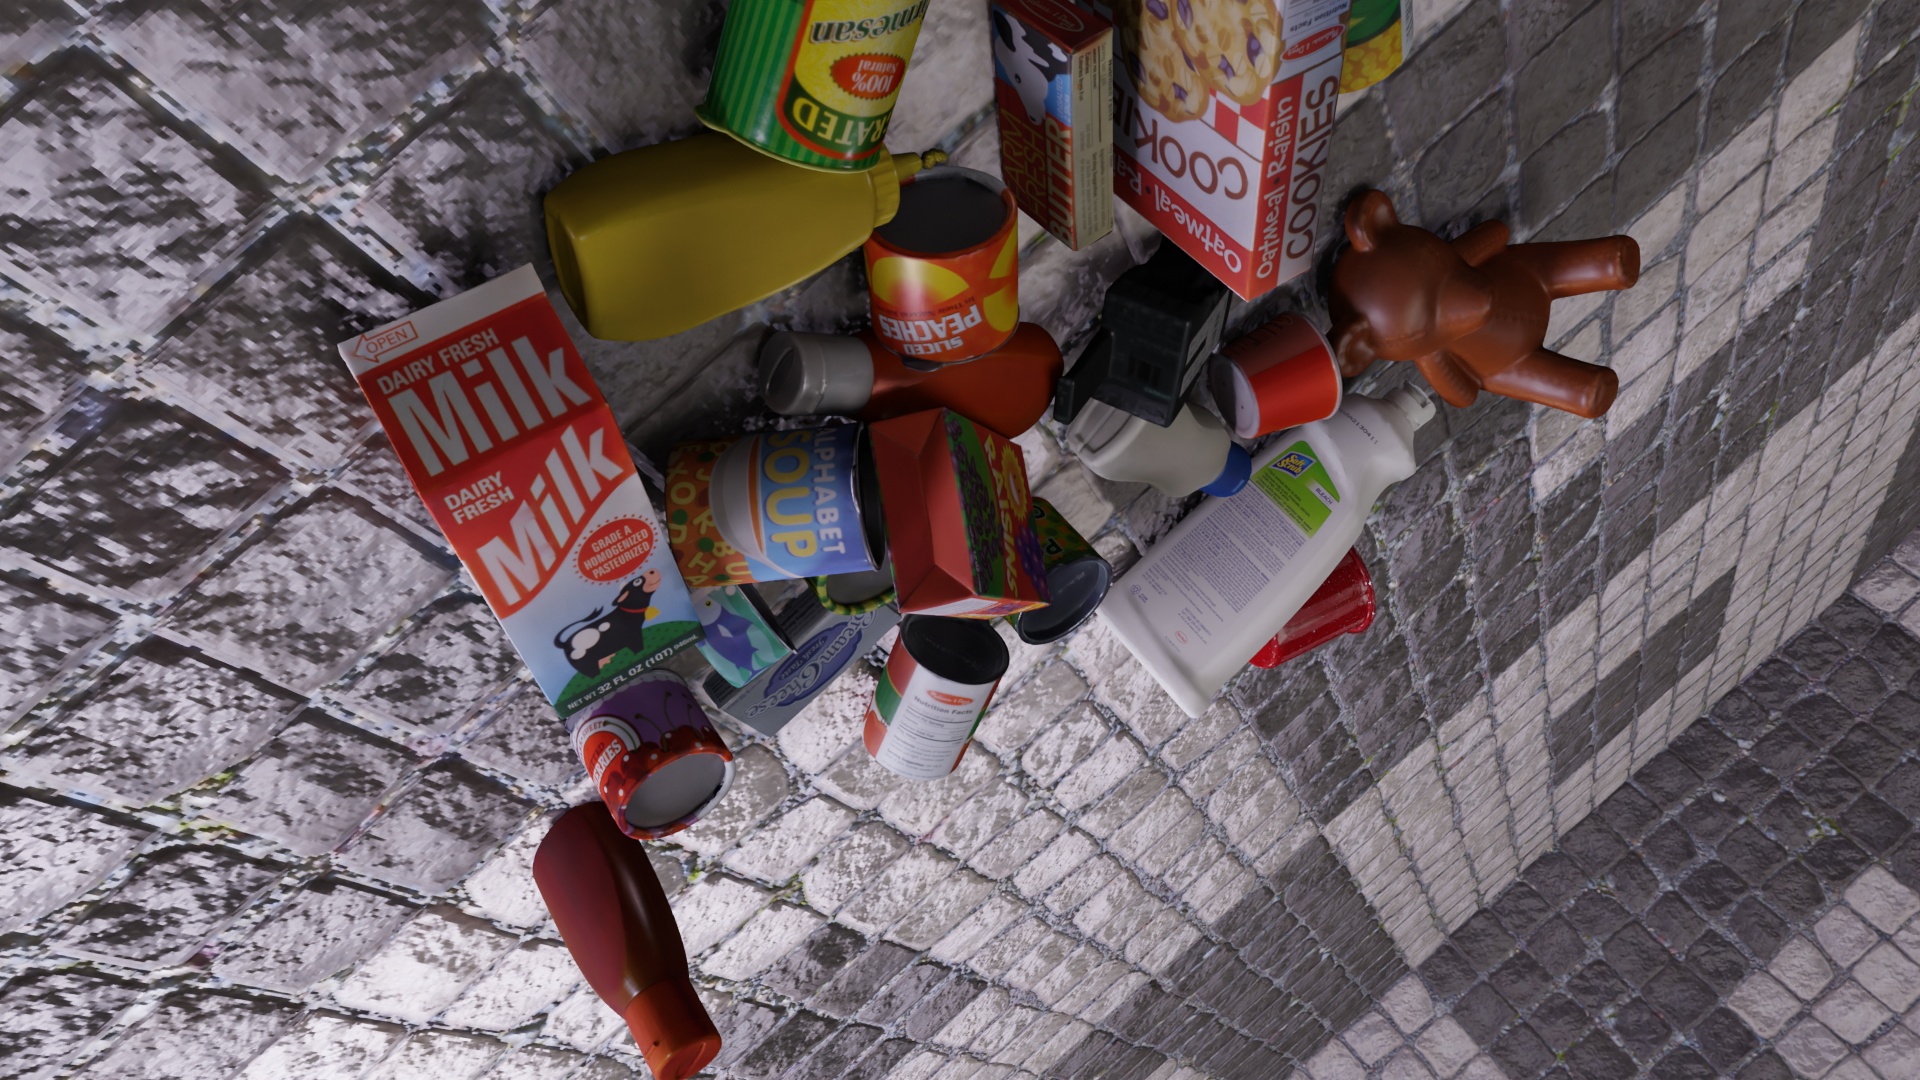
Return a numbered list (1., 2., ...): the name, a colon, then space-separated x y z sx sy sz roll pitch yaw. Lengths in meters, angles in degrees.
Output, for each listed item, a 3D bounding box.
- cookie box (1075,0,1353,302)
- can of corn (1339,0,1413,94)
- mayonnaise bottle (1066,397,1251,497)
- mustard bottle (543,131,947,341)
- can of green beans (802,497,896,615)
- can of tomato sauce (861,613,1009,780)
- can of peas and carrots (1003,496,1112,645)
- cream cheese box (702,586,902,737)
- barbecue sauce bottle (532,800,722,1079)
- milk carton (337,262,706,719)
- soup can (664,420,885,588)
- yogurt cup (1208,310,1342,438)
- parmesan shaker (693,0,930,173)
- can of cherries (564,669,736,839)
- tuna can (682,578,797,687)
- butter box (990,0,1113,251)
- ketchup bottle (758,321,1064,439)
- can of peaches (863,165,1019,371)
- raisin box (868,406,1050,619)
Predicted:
1. cookie box: 0.097 -0.196 0.555 0.040 0.123 0.166 -28 144 -17
2. can of corn: 0.166 -0.244 0.624 0.071 0.071 0.058 -38 146 -4
3. mayonnaise bottle: 0.124 -0.056 0.815 0.064 0.041 0.148 -51 146 17
4. mustard bottle: -0.075 -0.126 0.531 0.161 0.049 0.065 -24 143 -25
5. can of green beans: -0.054 -0.006 0.679 0.071 0.058 0.071 -26 144 -21
6. can of tomato sauce: -0.016 0.089 0.819 0.071 0.071 0.082 -9 135 -39
7. can of peas and carrots: 0.043 0.016 0.800 0.071 0.059 0.070 -26 143 -22
8. cream cheese box: -0.084 0.059 0.753 0.104 0.024 0.053 -42 147 2
9. barbecue sauce bottle: -0.173 0.209 0.723 0.044 0.149 0.064 9 122 -48
10. milk carton: -0.166 -0.021 0.538 0.072 0.073 0.189 -29 144 -16
11. soup can: -0.080 -0.016 0.605 0.084 0.072 0.071 -6 143 4
12. yogurt cup: 0.181 -0.094 0.809 0.054 0.072 0.072 -23 143 -12
13. parmesan shaker: -0.046 -0.188 0.475 0.071 0.071 0.102 -8 134 -39
14. can of cherries: -0.158 0.110 0.706 0.072 0.058 0.071 -27 144 -21
15. tuna can: -0.111 0.037 0.663 0.033 0.071 0.071 -37 146 -4
16. butter box: 0.040 -0.176 0.585 0.024 0.053 0.103 -32 146 -17
17. ketchup bottle: -0.022 -0.075 0.645 0.149 0.044 0.064 -3 142 -42
18. can of peaches: -0.008 -0.116 0.590 0.071 0.071 0.057 -27 143 -20
19. raisin box: 0.002 -0.008 0.647 0.040 0.086 0.123 -14 171 17
